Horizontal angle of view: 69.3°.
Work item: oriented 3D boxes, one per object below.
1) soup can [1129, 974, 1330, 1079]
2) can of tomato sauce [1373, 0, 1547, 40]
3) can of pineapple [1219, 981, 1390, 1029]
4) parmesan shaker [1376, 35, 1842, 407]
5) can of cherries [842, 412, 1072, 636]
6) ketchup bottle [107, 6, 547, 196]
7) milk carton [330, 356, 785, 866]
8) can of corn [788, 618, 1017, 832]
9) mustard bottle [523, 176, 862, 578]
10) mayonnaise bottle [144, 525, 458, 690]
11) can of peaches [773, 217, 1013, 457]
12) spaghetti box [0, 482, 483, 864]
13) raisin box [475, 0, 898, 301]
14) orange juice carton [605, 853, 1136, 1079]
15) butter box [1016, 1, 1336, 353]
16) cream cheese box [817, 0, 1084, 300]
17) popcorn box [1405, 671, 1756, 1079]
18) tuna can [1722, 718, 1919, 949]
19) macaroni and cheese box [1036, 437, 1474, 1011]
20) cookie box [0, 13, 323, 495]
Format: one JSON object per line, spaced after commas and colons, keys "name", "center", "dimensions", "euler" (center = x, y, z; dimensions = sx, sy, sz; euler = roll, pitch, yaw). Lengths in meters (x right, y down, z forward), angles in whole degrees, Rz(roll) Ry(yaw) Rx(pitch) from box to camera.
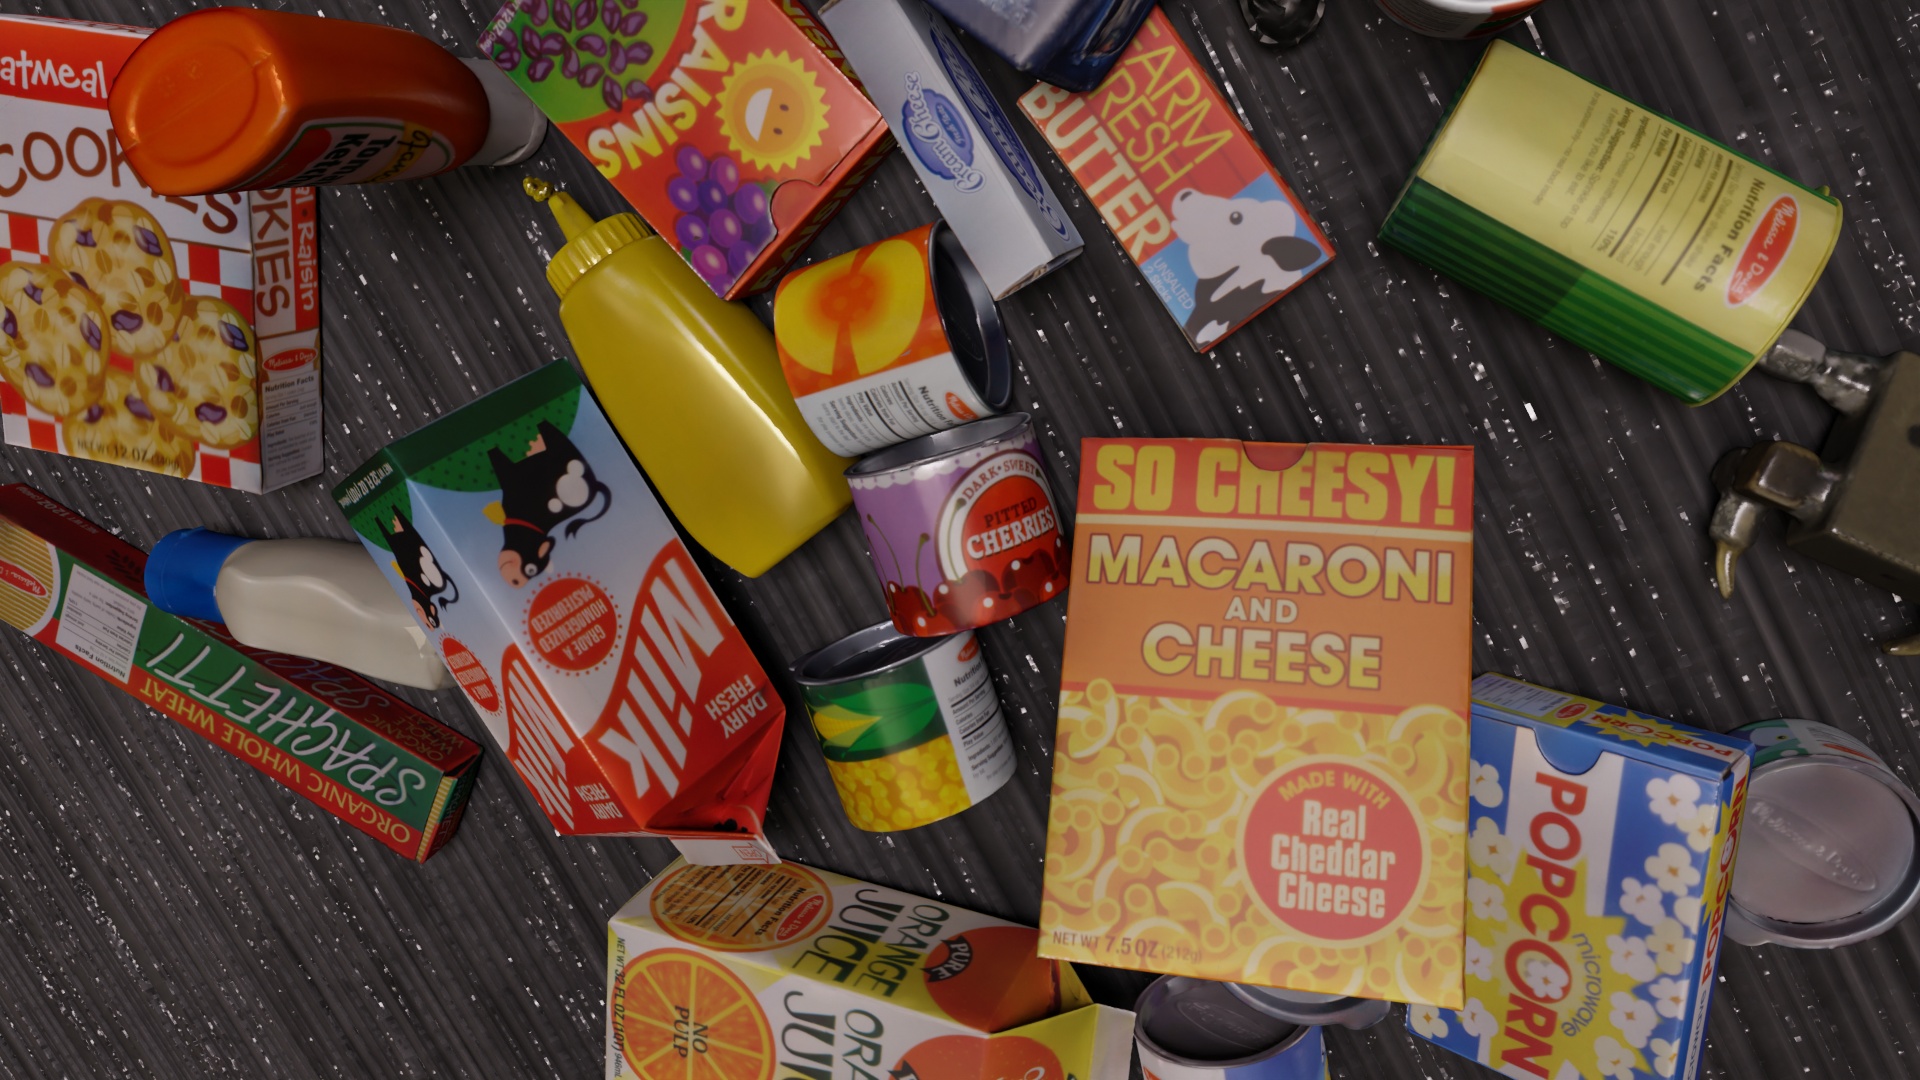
{"name": "soup can", "center": [0.104, 0.203, 0.500], "dimensions": [0.071, 0.071, 0.083], "euler": [-8, 103, 17]}
{"name": "can of tomato sauce", "center": [0.142, -0.175, 0.376], "dimensions": [0.071, 0.083, 0.071], "euler": [4, 106, 14]}
{"name": "can of pineapple", "center": [0.118, 0.123, 0.477], "dimensions": [0.071, 0.058, 0.070], "euler": [4, 106, 14]}
{"name": "parmesan shaker", "center": [0.183, -0.094, 0.398], "dimensions": [0.103, 0.071, 0.071], "euler": [30, 110, 6]}
{"name": "can of cherries", "center": [0.002, -0.006, 0.467], "dimensions": [0.071, 0.072, 0.058], "euler": [-13, 101, 18]}
{"name": "ketchup bottle", "center": [-0.187, -0.137, 0.440], "dimensions": [0.064, 0.149, 0.043], "euler": [-21, 99, 20]}
{"name": "milk carton", "center": [-0.131, 0.040, 0.498], "dimensions": [0.072, 0.074, 0.190], "euler": [-17, 107, 50]}
{"name": "can of corn", "center": [-0.021, 0.063, 0.495], "dimensions": [0.071, 0.071, 0.058], "euler": [-15, 101, 19]}
{"name": "mustard bottle", "center": [-0.100, -0.065, 0.490], "dimensions": [0.065, 0.049, 0.160], "euler": [-35, 93, 25]}
{"name": "mayonnaise bottle", "center": [-0.251, 0.023, 0.550], "dimensions": [0.148, 0.065, 0.041], "euler": [9, 109, 17]}
{"name": "can of peaches", "center": [-0.022, -0.068, 0.461], "dimensions": [0.058, 0.071, 0.071], "euler": [-16, 100, 19]}
{"name": "spaghetti box", "center": [-0.319, 0.055, 0.592], "dimensions": [0.250, 0.029, 0.050], "euler": [28, 110, 7]}
{"name": "raisin box", "center": [-0.088, -0.154, 0.468], "dimensions": [0.123, 0.040, 0.086], "euler": [46, 110, -1]}
{"name": "orange juice carton", "center": [-0.031, 0.179, 0.517], "dimensions": [0.193, 0.073, 0.071], "euler": [11, 107, 18]}
{"name": "butter box", "center": [0.069, -0.117, 0.443], "dimensions": [0.053, 0.024, 0.103], "euler": [-35, 93, 21]}
{"name": "cream cheese box", "center": [0.000, -0.129, 0.443], "dimensions": [0.024, 0.053, 0.103], "euler": [-30, 95, 23]}
{"name": "popcorn box", "center": [0.196, 0.115, 0.446], "dimensions": [0.085, 0.038, 0.126], "euler": [15, 111, 42]}
{"name": "tuna can", "center": [0.266, 0.094, 0.443], "dimensions": [0.071, 0.033, 0.071], "euler": [4, 106, 14]}
{"name": "macaroni and cheese box", "center": [0.094, 0.052, 0.435], "dimensions": [0.124, 0.040, 0.167], "euler": [3, 77, 14]}
{"name": "cookie box", "center": [-0.314, -0.112, 0.541], "dimensions": [0.123, 0.040, 0.166], "euler": [11, 108, 12]}
